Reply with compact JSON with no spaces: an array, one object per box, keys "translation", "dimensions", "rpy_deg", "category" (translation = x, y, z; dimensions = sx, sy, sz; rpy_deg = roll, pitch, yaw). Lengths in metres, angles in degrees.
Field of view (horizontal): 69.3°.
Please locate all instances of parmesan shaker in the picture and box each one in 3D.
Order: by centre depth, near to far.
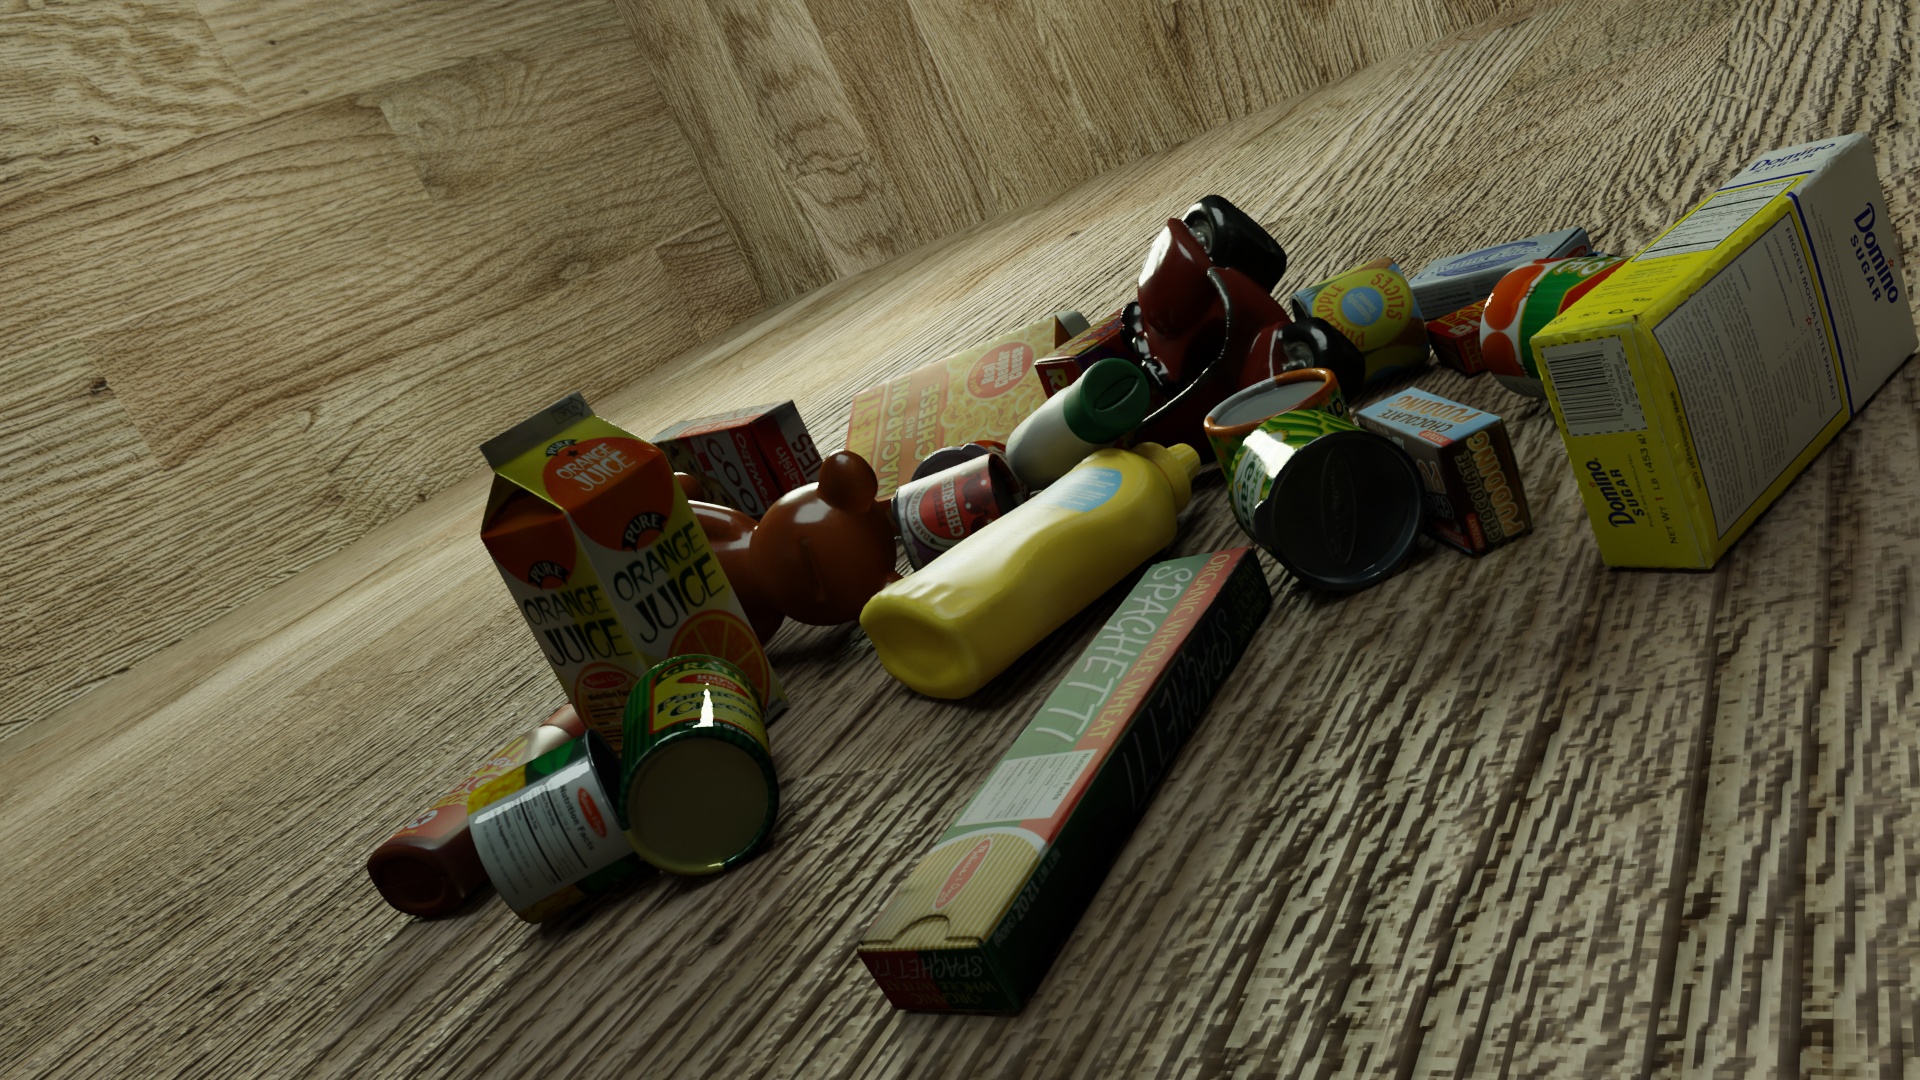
[{"translation":[-0.114,0.097,0.615],"dimensions":[0.071,0.071,0.103],"rpy_deg":[-27,16,-6],"category":"parmesan shaker"}]

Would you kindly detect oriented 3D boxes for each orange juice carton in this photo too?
[{"translation":[-0.170,0.024,0.696],"dimensions":[0.073,0.192,0.072],"rpy_deg":[-12,19,37],"category":"orange juice carton"}]

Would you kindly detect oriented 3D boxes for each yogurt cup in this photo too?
[{"translation":[0.009,-0.029,0.836],"dimensions":[0.072,0.072,0.054],"rpy_deg":[-18,9,25],"category":"yogurt cup"}]

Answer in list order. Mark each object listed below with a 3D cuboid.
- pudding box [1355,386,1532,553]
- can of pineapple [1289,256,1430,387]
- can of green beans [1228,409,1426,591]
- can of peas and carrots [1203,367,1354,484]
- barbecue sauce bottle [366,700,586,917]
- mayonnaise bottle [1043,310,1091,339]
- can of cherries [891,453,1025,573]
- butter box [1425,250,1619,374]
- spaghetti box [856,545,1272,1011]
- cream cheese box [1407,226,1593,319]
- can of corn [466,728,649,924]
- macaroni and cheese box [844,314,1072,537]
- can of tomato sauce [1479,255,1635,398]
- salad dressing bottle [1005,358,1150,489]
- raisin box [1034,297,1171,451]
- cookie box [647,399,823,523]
[{"translation":[0.199,-0.031,0.576],"dimensions":[0.030,0.049,0.084],"rpy_deg":[-24,16,0],"category":"pudding box"},{"translation":[0.228,-0.122,0.794],"dimensions":[0.058,0.071,0.071],"rpy_deg":[-23,16,8],"category":"can of pineapple"},{"translation":[0.151,-0.018,0.580],"dimensions":[0.071,0.071,0.058],"rpy_deg":[-25,15,1],"category":"can of green beans"},{"translation":[0.158,-0.043,0.661],"dimensions":[0.071,0.058,0.071],"rpy_deg":[-24,16,7],"category":"can of peas and carrots"},{"translation":[-0.231,0.131,0.719],"dimensions":[0.064,0.043,0.149],"rpy_deg":[-16,18,32],"category":"barbecue sauce bottle"},{"translation":[0.050,-0.107,1.029],"dimensions":[0.041,0.064,0.149],"rpy_deg":[2,41,48],"category":"mayonnaise bottle"},{"translation":[0.003,-0.010,0.770],"dimensions":[0.058,0.071,0.072],"rpy_deg":[-20,16,16],"category":"can of cherries"},{"translation":[0.311,-0.124,0.755],"dimensions":[0.103,0.024,0.053],"rpy_deg":[-23,15,6],"category":"butter box"},{"translation":[0.051,0.073,0.505],"dimensions":[0.050,0.028,0.251],"rpy_deg":[-13,20,37],"category":"spaghetti box"},{"translation":[0.327,-0.163,0.856],"dimensions":[0.053,0.024,0.103],"rpy_deg":[-36,19,-34],"category":"cream cheese box"},{"translation":[-0.174,0.126,0.611],"dimensions":[0.058,0.071,0.071],"rpy_deg":[-27,16,-6],"category":"can of corn"},{"translation":[-0.001,-0.073,0.948],"dimensions":[0.166,0.040,0.124],"rpy_deg":[-18,44,25],"category":"macaroni and cheese box"},{"translation":[0.285,-0.096,0.620],"dimensions":[0.071,0.071,0.083],"rpy_deg":[-28,15,-9],"category":"can of tomato sauce"},{"translation":[0.064,-0.063,0.752],"dimensions":[0.064,0.044,0.147],"rpy_deg":[-37,0,-13],"category":"salad dressing bottle"},{"translation":[0.113,-0.099,0.861],"dimensions":[0.124,0.086,0.040],"rpy_deg":[-35,23,-31],"category":"raisin box"},{"translation":[-0.140,-0.025,0.938],"dimensions":[0.040,0.122,0.167],"rpy_deg":[-36,19,-31],"category":"cookie box"}]
